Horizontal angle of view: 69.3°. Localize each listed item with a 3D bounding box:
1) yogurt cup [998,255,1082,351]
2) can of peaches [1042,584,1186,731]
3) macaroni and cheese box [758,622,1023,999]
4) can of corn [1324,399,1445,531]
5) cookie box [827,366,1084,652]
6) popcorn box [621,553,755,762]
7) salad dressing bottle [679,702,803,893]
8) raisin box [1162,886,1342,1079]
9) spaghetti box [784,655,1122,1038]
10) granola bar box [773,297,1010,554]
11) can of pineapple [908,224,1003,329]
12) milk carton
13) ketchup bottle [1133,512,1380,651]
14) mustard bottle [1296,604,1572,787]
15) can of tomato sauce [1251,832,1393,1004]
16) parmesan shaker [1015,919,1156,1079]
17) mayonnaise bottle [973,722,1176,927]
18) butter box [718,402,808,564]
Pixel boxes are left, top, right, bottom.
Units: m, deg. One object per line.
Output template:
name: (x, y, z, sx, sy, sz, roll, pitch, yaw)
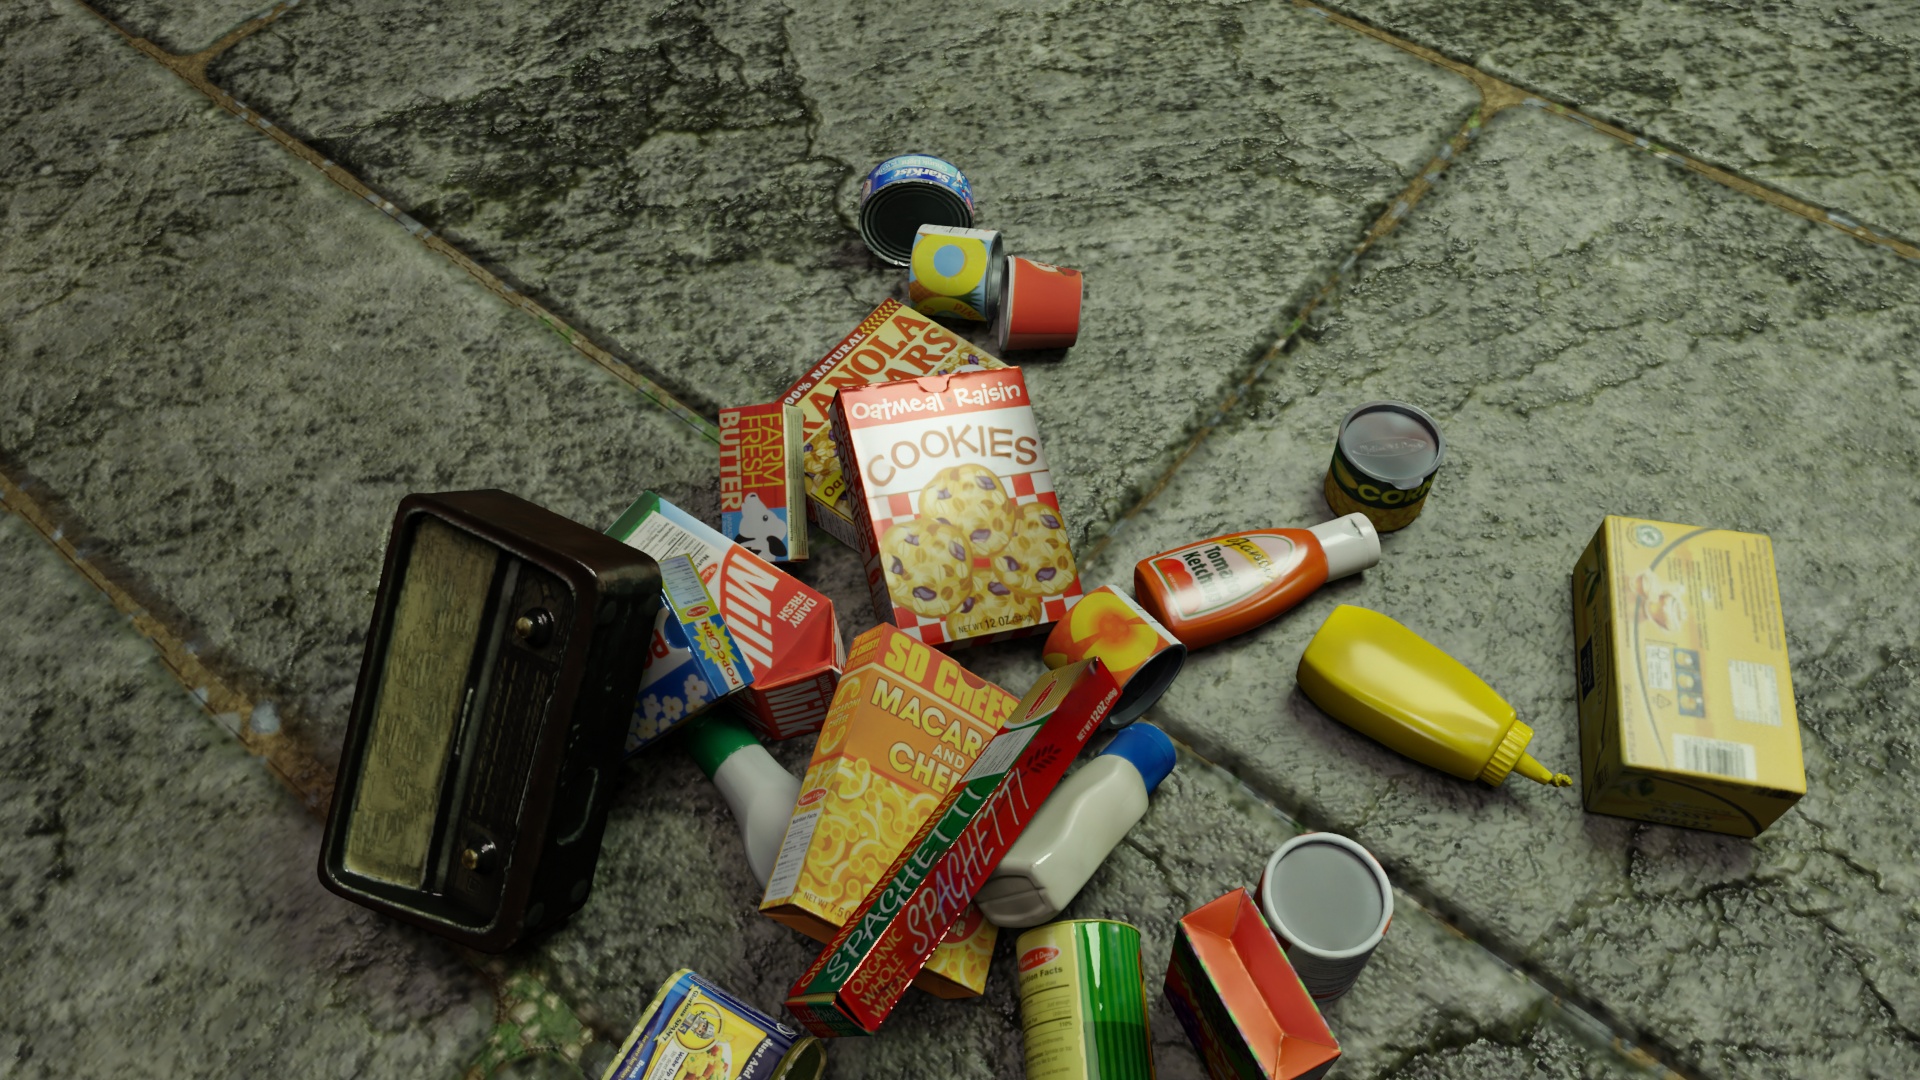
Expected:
yogurt cup: (0.057, -0.167, 0.991, 0.054, 0.072, 0.073, 4, 56, -3)
can of peaches: (0.089, 0.070, 0.827, 0.071, 0.071, 0.058, -36, 61, -19)
macaroni and cheese box: (-0.024, 0.146, 0.758, 0.123, 0.040, 0.167, 33, 55, -23)
can of corn: (0.274, -0.045, 0.898, 0.071, 0.058, 0.071, -1, 56, 2)
cookie box: (-0.002, -0.019, 0.856, 0.123, 0.040, 0.167, -9, 77, -21)
popcorn box: (-0.188, 0.074, 0.798, 0.126, 0.038, 0.085, -32, 83, 30)
salad dressing bottle: (-0.107, 0.154, 0.795, 0.064, 0.043, 0.148, -38, 61, -13)
raisin box: (0.139, 0.233, 0.680, 0.040, 0.122, 0.086, -24, 58, -11)
spaghetti box: (0.003, 0.151, 0.716, 0.028, 0.050, 0.251, 52, 50, -10)
granola bar box: (-0.055, -0.081, 0.953, 0.124, 0.039, 0.166, 33, 64, 22)
can of pineapple: (-0.003, -0.193, 1.010, 0.058, 0.070, 0.071, 8, 57, 9)
milk carton: (-0.137, 0.054, 0.847, 0.191, 0.072, 0.074, 29, 63, 21)
ketchup bottle: (0.187, 0.021, 0.868, 0.149, 0.043, 0.065, -17, 52, -9)
mustard bottle: (0.276, 0.101, 0.806, 0.160, 0.048, 0.065, 33, 64, 22)
can of tomato sauce: (0.184, 0.196, 0.726, 0.071, 0.082, 0.071, -1, 57, 2)
parmesan shaker: (0.063, 0.254, 0.707, 0.071, 0.071, 0.103, -4, 57, 1)
mayonnaise bottle: (0.068, 0.151, 0.758, 0.149, 0.064, 0.041, -35, 95, -45)
butter box: (-0.128, -0.036, 0.899, 0.053, 0.024, 0.103, -5, 86, 24)
